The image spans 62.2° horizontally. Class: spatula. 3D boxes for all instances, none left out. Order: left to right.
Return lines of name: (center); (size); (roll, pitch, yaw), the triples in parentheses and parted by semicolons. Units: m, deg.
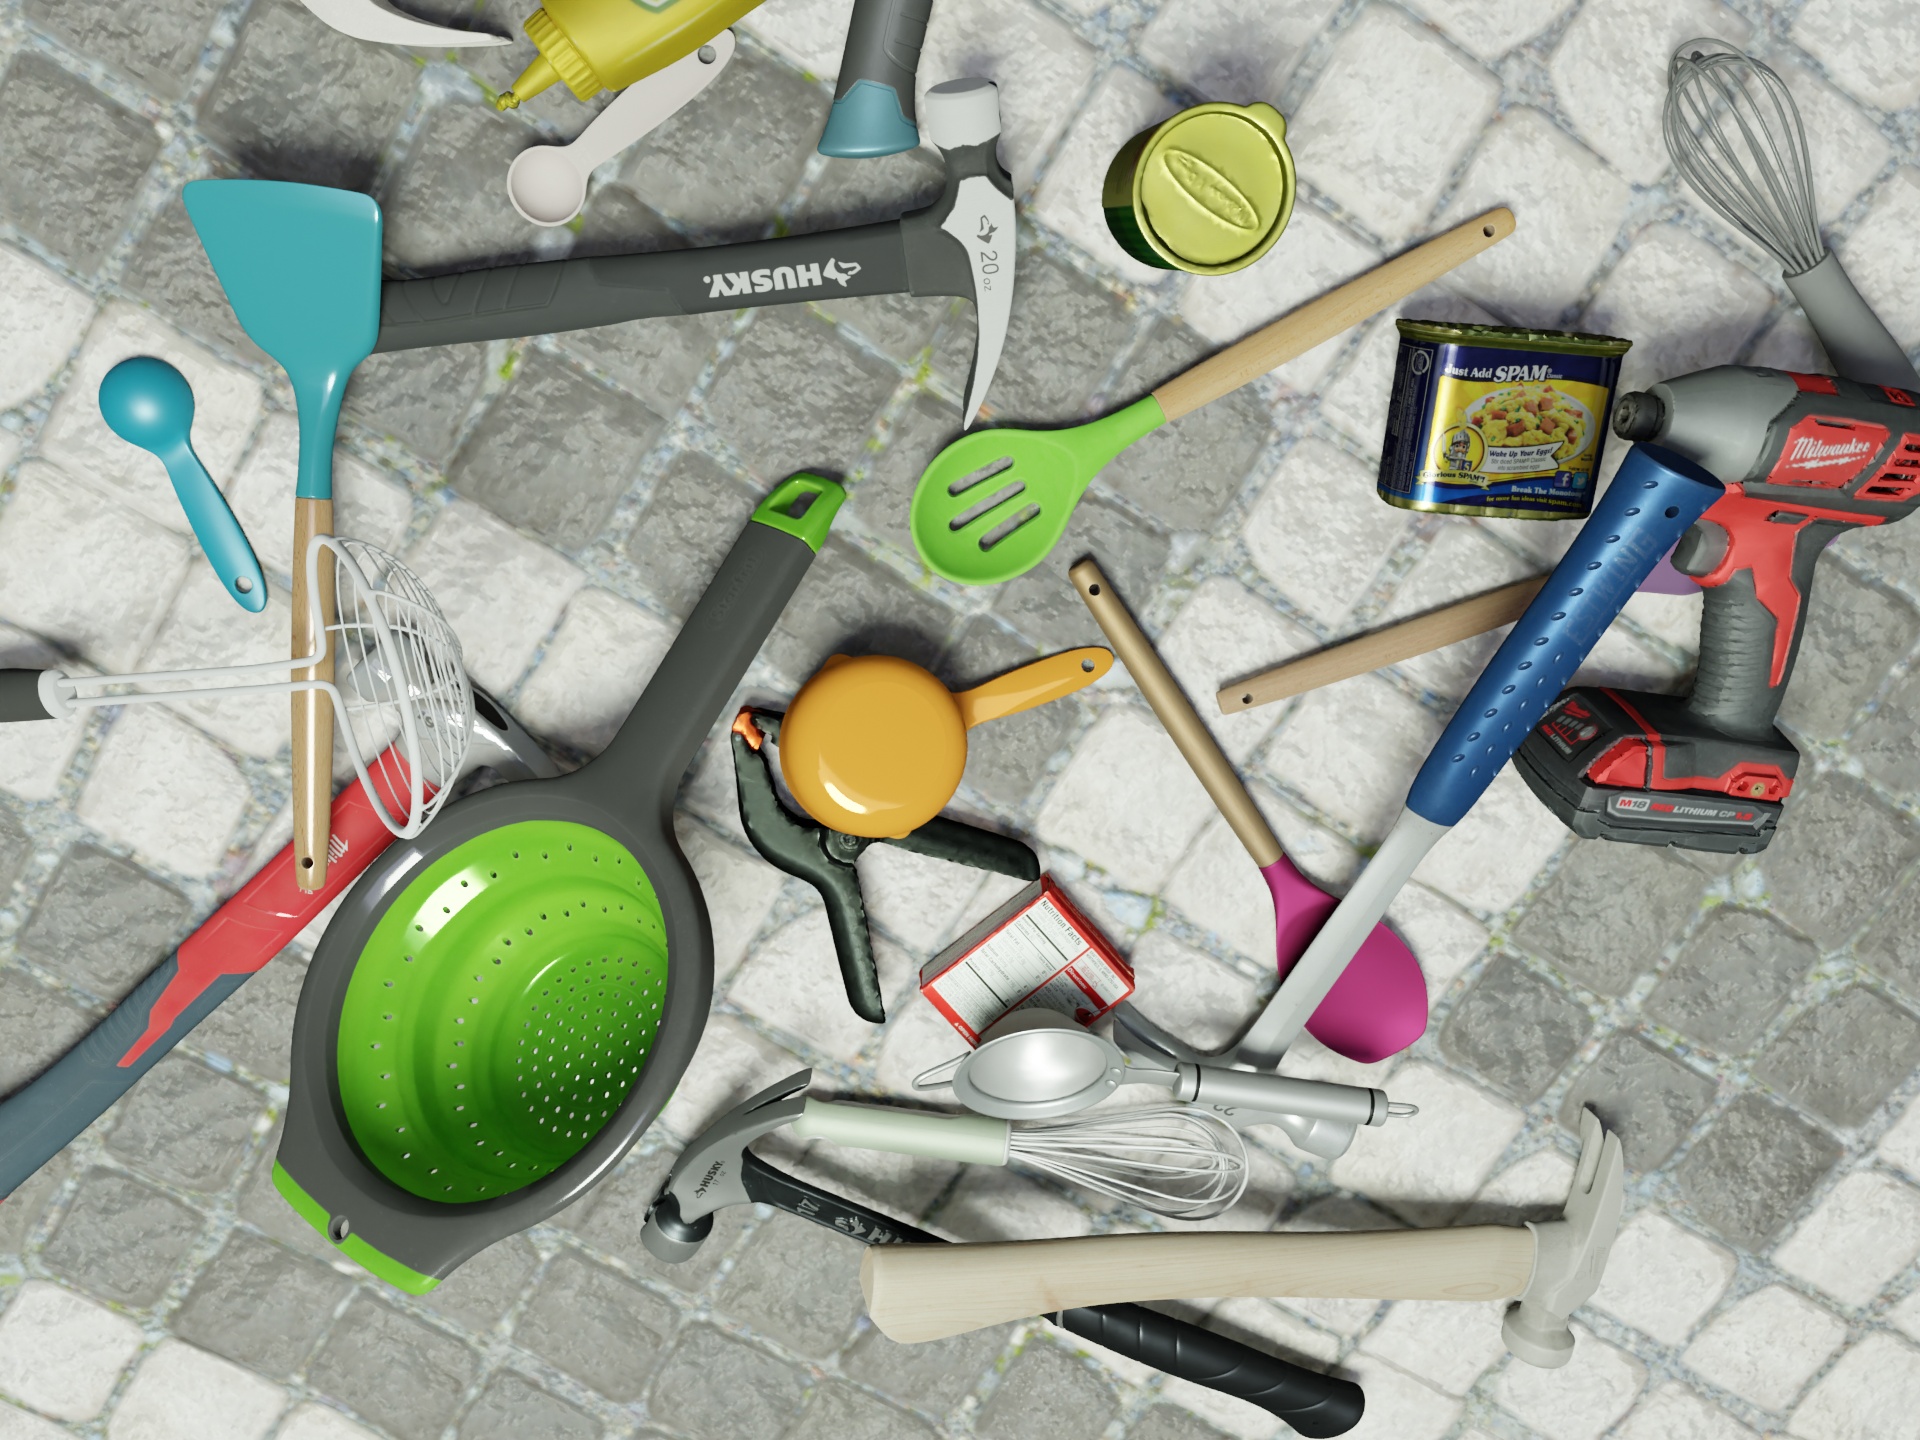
spatula: (-0.296, -0.073, 0.713); (0.082, 0.044, 0.317); (4, 102, -3)
spatula: (0.277, -0.061, 0.782); (0.316, 0.018, 0.059); (-19, 103, 2)

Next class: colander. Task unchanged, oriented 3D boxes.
colander: (-0.149, 0.067, 0.739); (0.205, 0.094, 0.397); (23, 75, 29)

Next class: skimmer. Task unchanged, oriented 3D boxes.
skimmer: (-0.365, -0.008, 0.688); (0.363, 0.090, 0.127); (-3, 106, 17)

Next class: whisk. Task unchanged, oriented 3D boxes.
whisk: (0.032, 0.225, 0.847); (0.246, 0.057, 0.059); (7, 71, -1)
whisk: (0.392, -0.210, 0.729); (0.055, 0.055, 0.238); (-40, 108, 9)

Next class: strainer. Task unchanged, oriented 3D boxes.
strainer: (0.104, 0.179, 0.796); (0.258, 0.050, 0.086); (9, 137, -5)

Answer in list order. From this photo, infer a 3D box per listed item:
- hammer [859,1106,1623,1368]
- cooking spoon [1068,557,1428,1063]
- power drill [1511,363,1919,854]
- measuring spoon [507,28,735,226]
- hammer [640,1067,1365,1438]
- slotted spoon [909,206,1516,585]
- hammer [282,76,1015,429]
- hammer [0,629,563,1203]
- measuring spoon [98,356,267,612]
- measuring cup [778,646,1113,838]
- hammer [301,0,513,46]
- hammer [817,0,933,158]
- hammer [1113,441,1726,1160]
hammer: (0.153, 0.273, 0.820); (0.410, 0.038, 0.146); (4, 107, -16)
cooking spoon: (0.145, 0.050, 0.810); (0.069, 0.017, 0.318); (-32, 105, 11)
power drill: (0.342, -0.054, 0.732); (0.143, 0.079, 0.219); (6, 116, -10)
measuring spoon: (-0.150, -0.268, 0.713); (0.124, 0.018, 0.034); (-39, 109, 2)
hammer: (0.041, 0.304, 0.857); (0.408, 0.036, 0.149); (25, 124, -12)
slotted spoon: (0.117, -0.157, 0.745); (0.314, 0.031, 0.070); (-28, 103, 4)
hammer: (-0.140, -0.189, 0.712); (0.335, 0.035, 0.146); (-6, 124, 5)
hammer: (-0.363, 0.130, 0.806); (0.386, 0.038, 0.143); (-42, 105, 9)
measuring spoon: (-0.362, -0.107, 0.745); (0.042, 0.021, 0.128); (-22, 104, 5)
measuring cup: (-0.001, -0.002, 0.757); (0.173, 0.052, 0.095); (-20, 92, -8)
hammer: (-0.149, -0.398, 0.645); (0.331, 0.031, 0.130); (-32, 107, 15)
hammer: (-0.005, -0.403, 0.666); (0.128, 0.033, 0.331); (12, 105, -6)
hammer: (0.210, 0.050, 0.749); (0.144, 0.035, 0.405); (22, 121, -6)
